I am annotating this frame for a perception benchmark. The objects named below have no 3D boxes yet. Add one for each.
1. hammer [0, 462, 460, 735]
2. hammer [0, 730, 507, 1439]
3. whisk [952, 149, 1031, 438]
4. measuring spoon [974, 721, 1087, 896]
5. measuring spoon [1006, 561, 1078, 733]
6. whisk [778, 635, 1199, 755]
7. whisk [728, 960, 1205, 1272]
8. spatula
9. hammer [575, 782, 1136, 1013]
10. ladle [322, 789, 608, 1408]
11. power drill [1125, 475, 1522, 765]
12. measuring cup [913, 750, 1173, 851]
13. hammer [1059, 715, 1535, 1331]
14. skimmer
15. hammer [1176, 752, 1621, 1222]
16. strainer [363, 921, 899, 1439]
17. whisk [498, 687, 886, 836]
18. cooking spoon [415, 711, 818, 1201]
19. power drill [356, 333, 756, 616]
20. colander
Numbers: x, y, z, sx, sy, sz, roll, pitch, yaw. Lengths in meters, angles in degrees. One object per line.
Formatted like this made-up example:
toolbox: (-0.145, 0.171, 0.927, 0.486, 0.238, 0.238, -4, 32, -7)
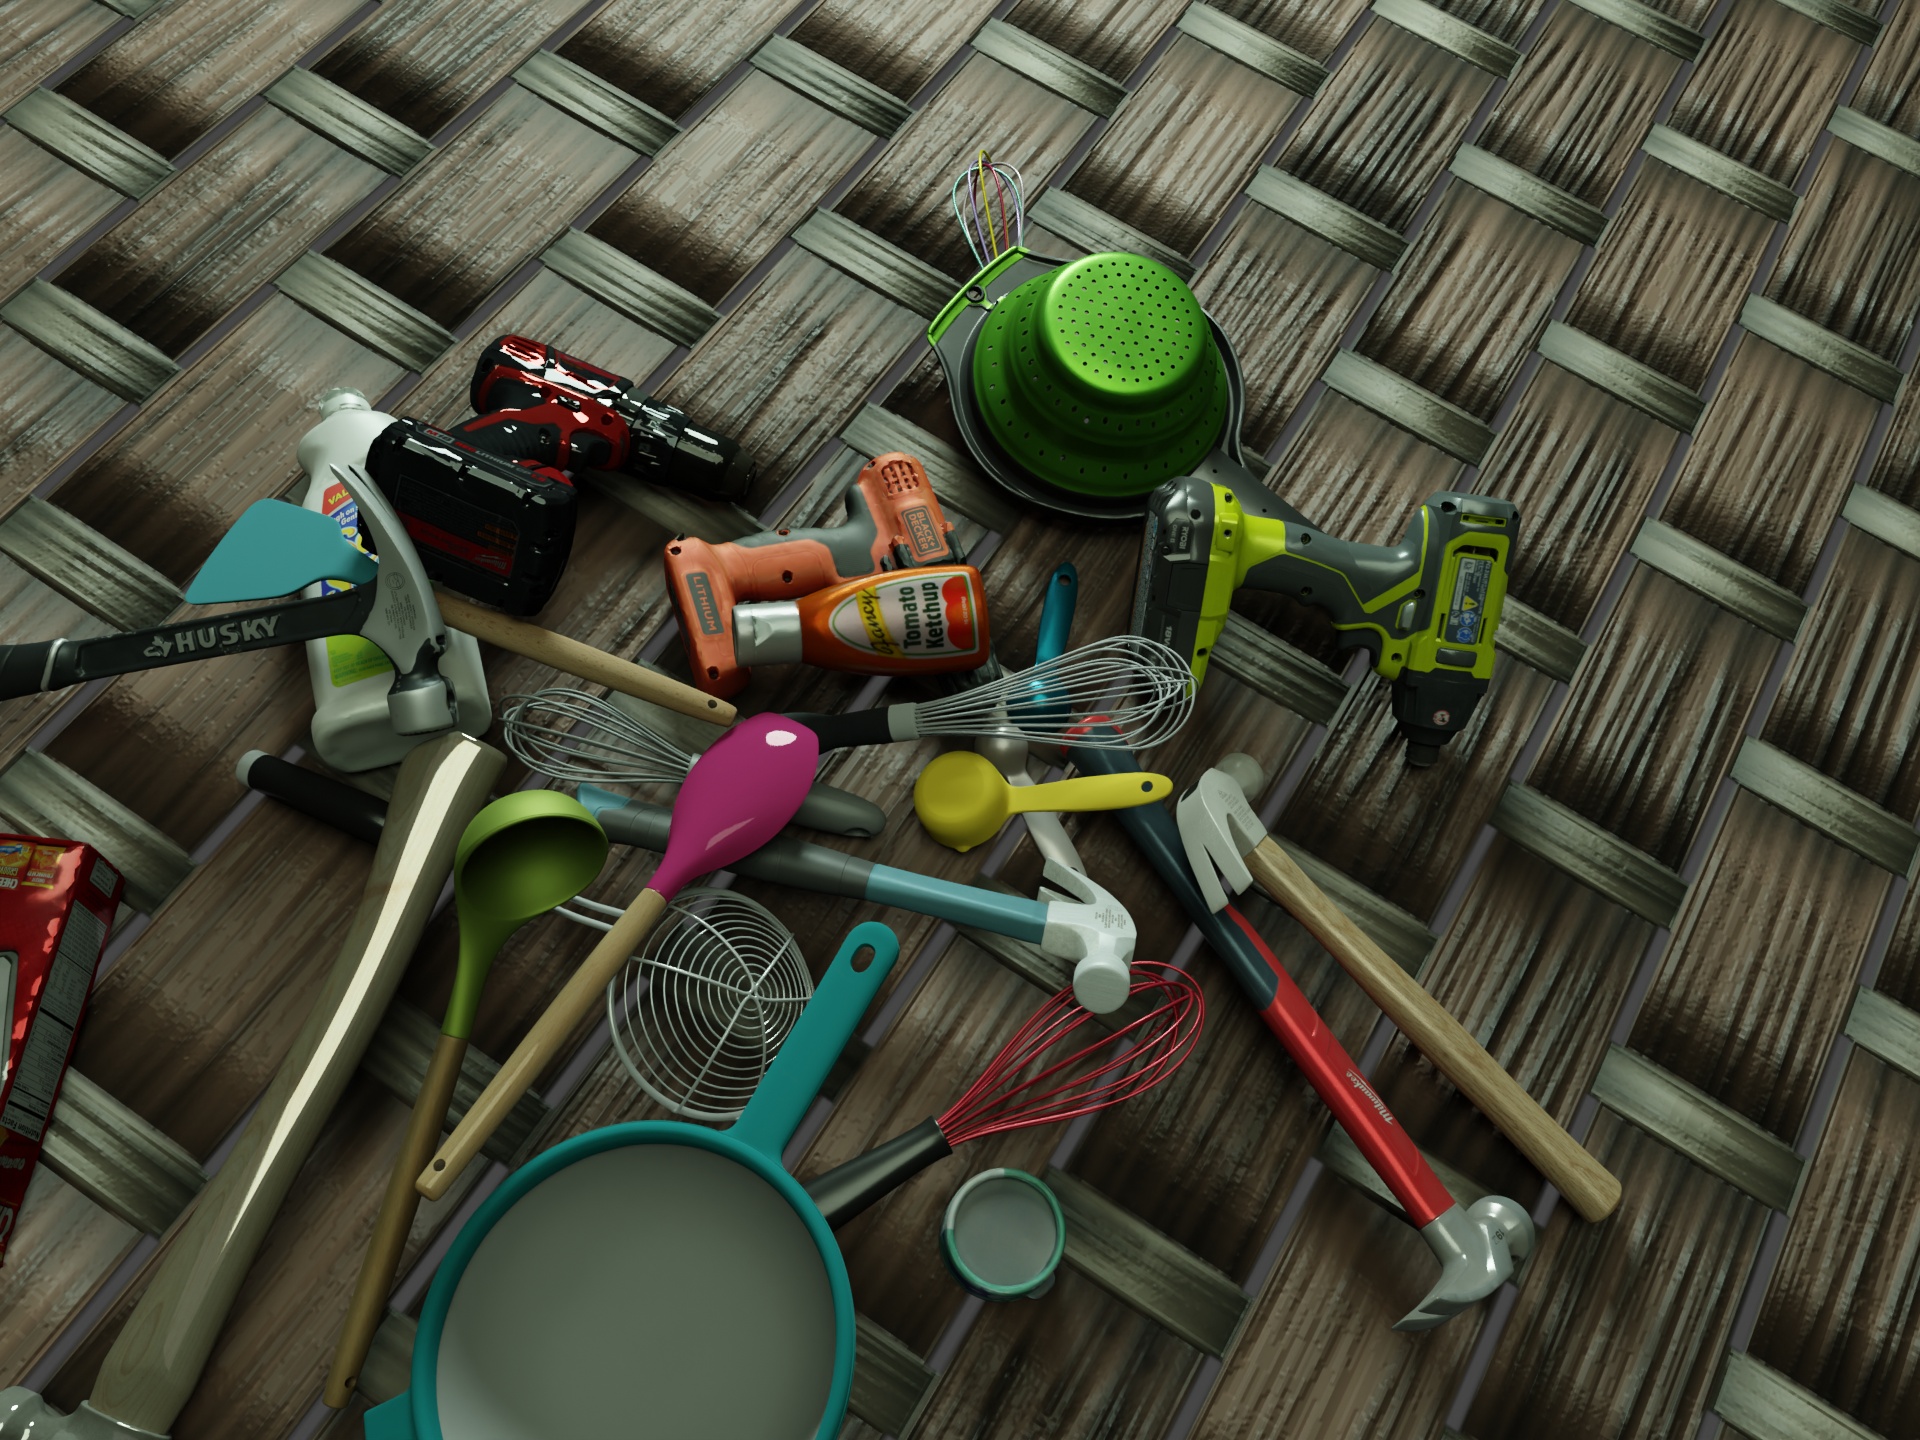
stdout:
hammer: (-0.482, -0.038, 0.875, 0.409, 0.036, 0.149, -9, 96, 7)
hammer: (-0.329, 0.198, 0.811, 0.146, 0.038, 0.411, 22, 73, 2)
whisk: (0.030, -0.304, 1.130, 0.051, 0.047, 0.245, -3, 68, -10)
measuring spoon: (0.047, 0.052, 0.972, 0.034, 0.018, 0.124, -23, 70, -17)
measuring spoon: (0.059, -0.051, 1.021, 0.042, 0.021, 0.129, 13, 65, -1)
whisk: (-0.002, -0.003, 0.939, 0.284, 0.070, 0.070, -7, 64, 11)
whisk: (0.007, 0.217, 0.869, 0.296, 0.073, 0.073, -28, 71, -12)
spatula: (-0.279, -0.053, 0.910, 0.317, 0.044, 0.082, 21, 57, -2)
hammer: (-0.064, 0.088, 0.897, 0.331, 0.128, 0.033, 13, 107, 5)
ladle: (-0.257, 0.188, 0.803, 0.062, 0.078, 0.320, 9, 79, 41)
power drill: (0.222, -0.064, 0.992, 0.223, 0.080, 0.171, 7, 104, -2)
measuring cup: (0.046, 0.041, 0.939, 0.156, 0.029, 0.062, -6, 63, 18)
hammer: (0.167, 0.153, 0.896, 0.143, 0.038, 0.387, -2, 51, -54)
skimmer: (-0.252, 0.108, 0.902, 0.363, 0.090, 0.127, 21, 52, 15)
hammer: (0.250, 0.157, 0.917, 0.331, 0.031, 0.130, 46, 29, 8)
strainer: (-0.118, 0.260, 0.799, 0.211, 0.095, 0.340, 24, 67, 18)
whisk: (-0.159, 0.028, 0.943, 0.239, 0.055, 0.055, 16, 64, -4)
cooking spoon: (-0.174, 0.111, 0.830, 0.069, 0.017, 0.319, 23, 58, 18)
power drill: (-0.236, -0.151, 0.964, 0.188, 0.080, 0.227, 23, 31, -2)
colander: (0.161, -0.186, 1.040, 0.397, 0.094, 0.204, 40, 71, 6)
